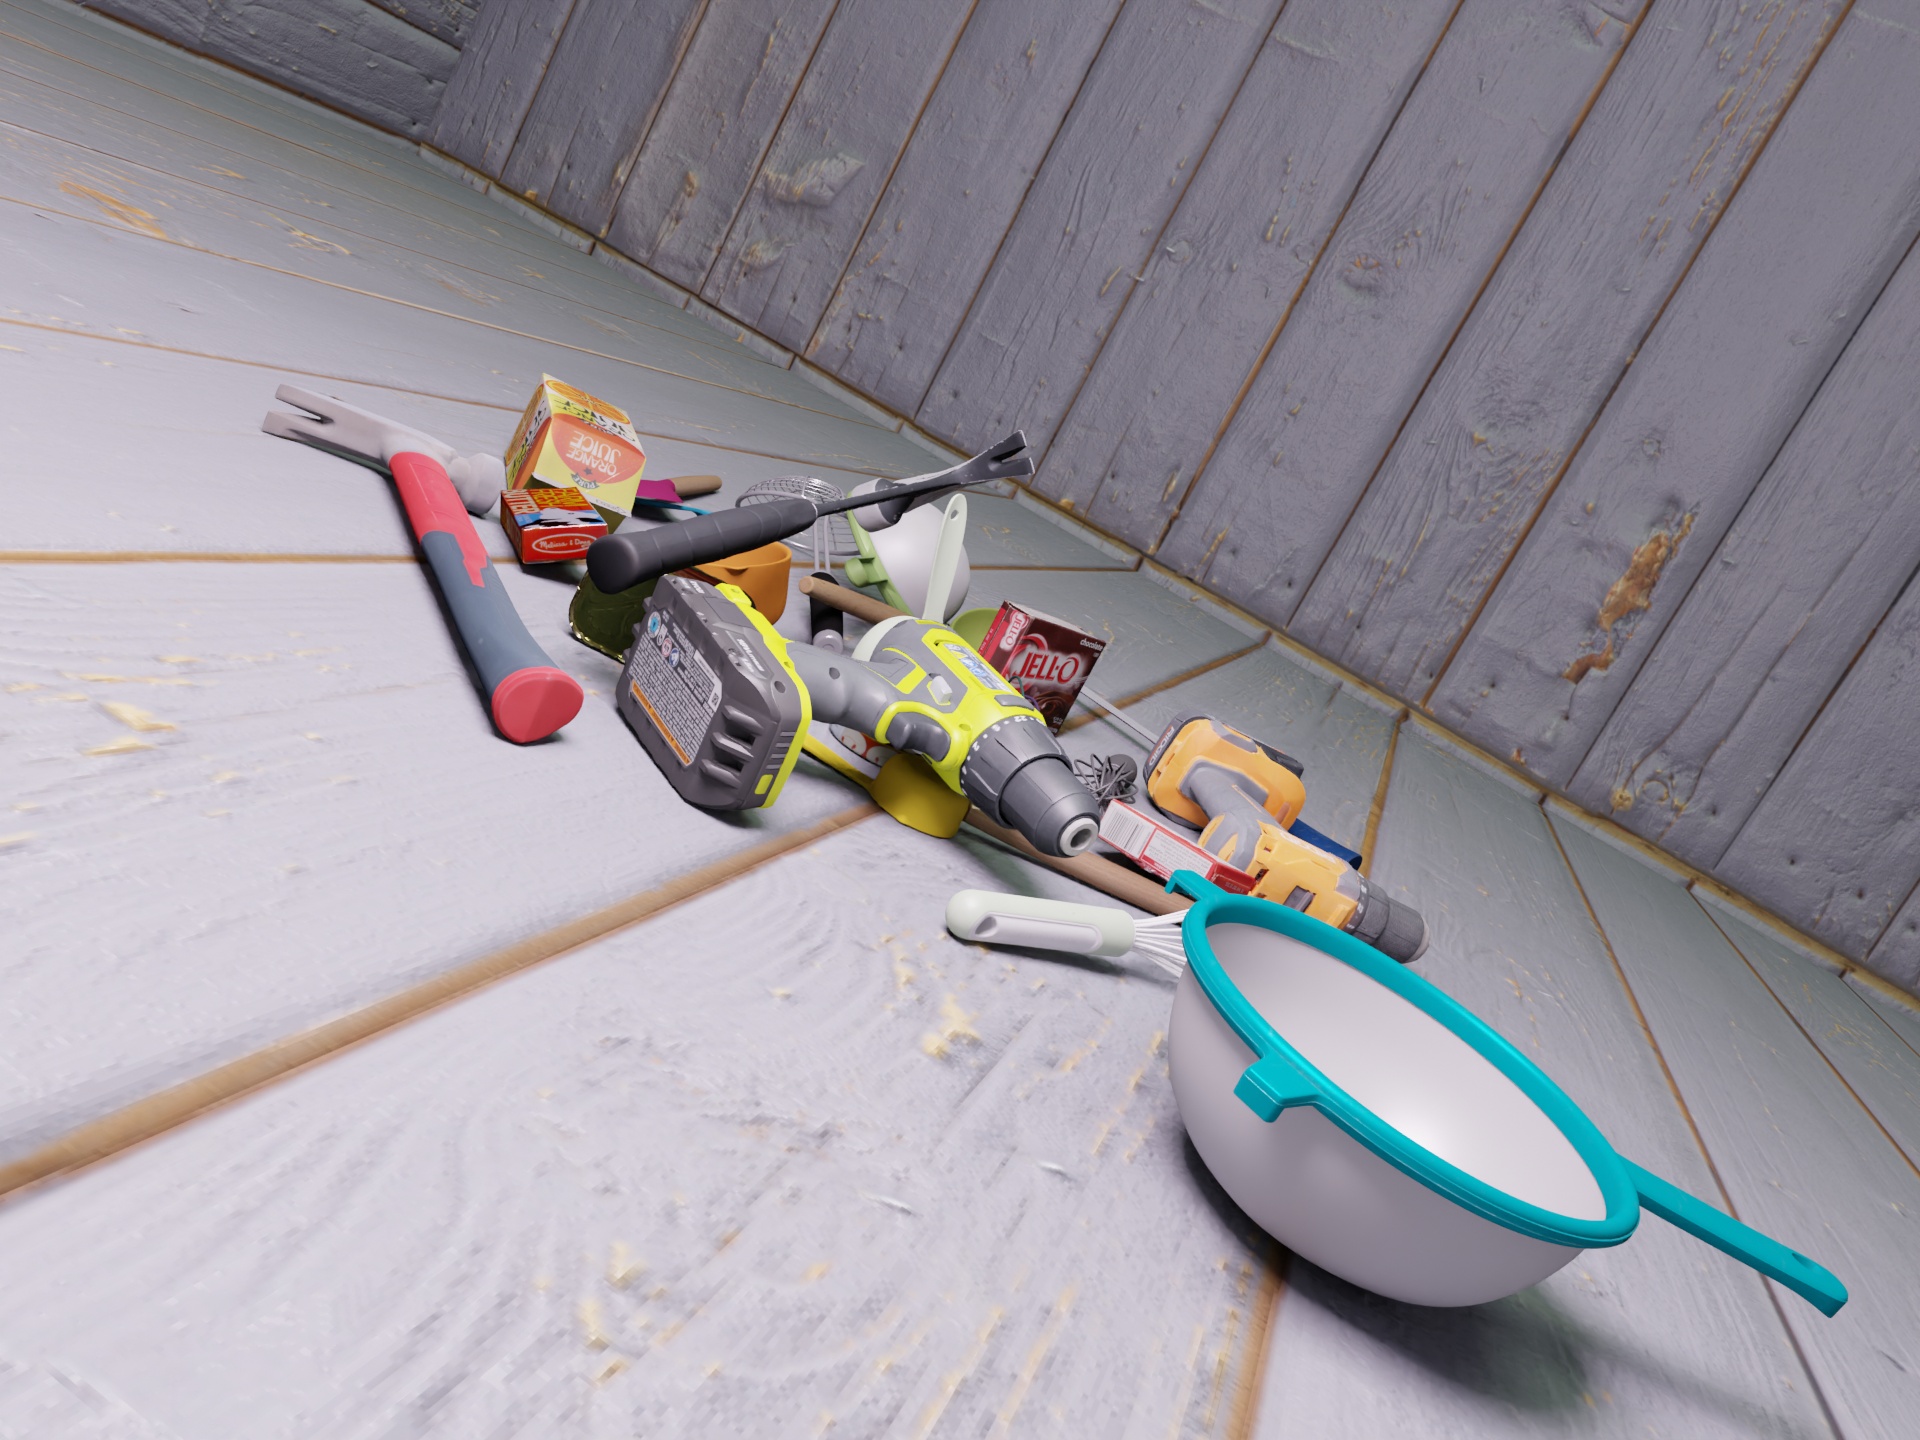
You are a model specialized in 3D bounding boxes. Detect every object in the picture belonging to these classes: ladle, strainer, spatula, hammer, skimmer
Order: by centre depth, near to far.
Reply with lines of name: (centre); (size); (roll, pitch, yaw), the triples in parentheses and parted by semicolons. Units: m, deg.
strainer: (0.219, 0.201, 0.676); (0.340, 0.095, 0.211); (29, 15, -10)
hammer: (-0.286, -0.093, 0.856); (0.143, 0.038, 0.387); (19, 16, -34)
hammer: (-0.088, -0.126, 0.971); (0.409, 0.149, 0.036); (-30, 103, -61)
spatula: (0.136, 0.117, 0.991); (0.315, 0.018, 0.060); (25, 8, -20)
ladle: (-0.029, -0.082, 1.251); (0.078, 0.062, 0.320); (42, 12, 26)
skimmer: (-0.125, -0.114, 1.306); (0.127, 0.090, 0.364); (20, 25, -17)
strainer: (-0.042, -0.138, 1.322); (0.151, 0.069, 0.256); (63, 10, -3)
hammer: (0.186, 0.022, 1.427); (0.406, 0.035, 0.144); (37, 15, 31)

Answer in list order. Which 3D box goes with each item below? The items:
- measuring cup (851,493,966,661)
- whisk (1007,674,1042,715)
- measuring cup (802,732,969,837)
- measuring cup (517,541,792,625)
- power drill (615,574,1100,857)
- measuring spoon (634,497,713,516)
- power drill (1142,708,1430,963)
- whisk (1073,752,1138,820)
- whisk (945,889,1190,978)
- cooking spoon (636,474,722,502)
measuring cup: (-0.030, -0.074, 1.047); (0.083, 0.167, 0.038); (-6, 29, -44)
whisk: (0.048, 0.026, 1.104); (0.047, 0.051, 0.245); (31, 15, -18)
measuring cup: (-0.063, 0.015, 0.925); (0.156, 0.029, 0.062); (33, 13, 5)
measuring cup: (-0.196, -0.087, 1.027); (0.173, 0.052, 0.095); (-3, 22, -18)
power drill: (-0.046, 0.003, 0.839); (0.228, 0.080, 0.191); (8, 27, -39)
measuring spoon: (-0.235, -0.168, 1.316); (0.128, 0.021, 0.042); (6, 8, -40)
power drill: (0.241, 0.091, 1.187); (0.185, 0.084, 0.226); (25, 17, -18)
whisk: (0.108, 0.046, 1.158); (0.055, 0.055, 0.239); (31, 8, 8)
whisk: (0.090, 0.115, 0.843); (0.246, 0.057, 0.059); (13, 28, -38)
cooking spoon: (-0.250, -0.204, 1.388); (0.069, 0.017, 0.319); (10, 10, 3)
